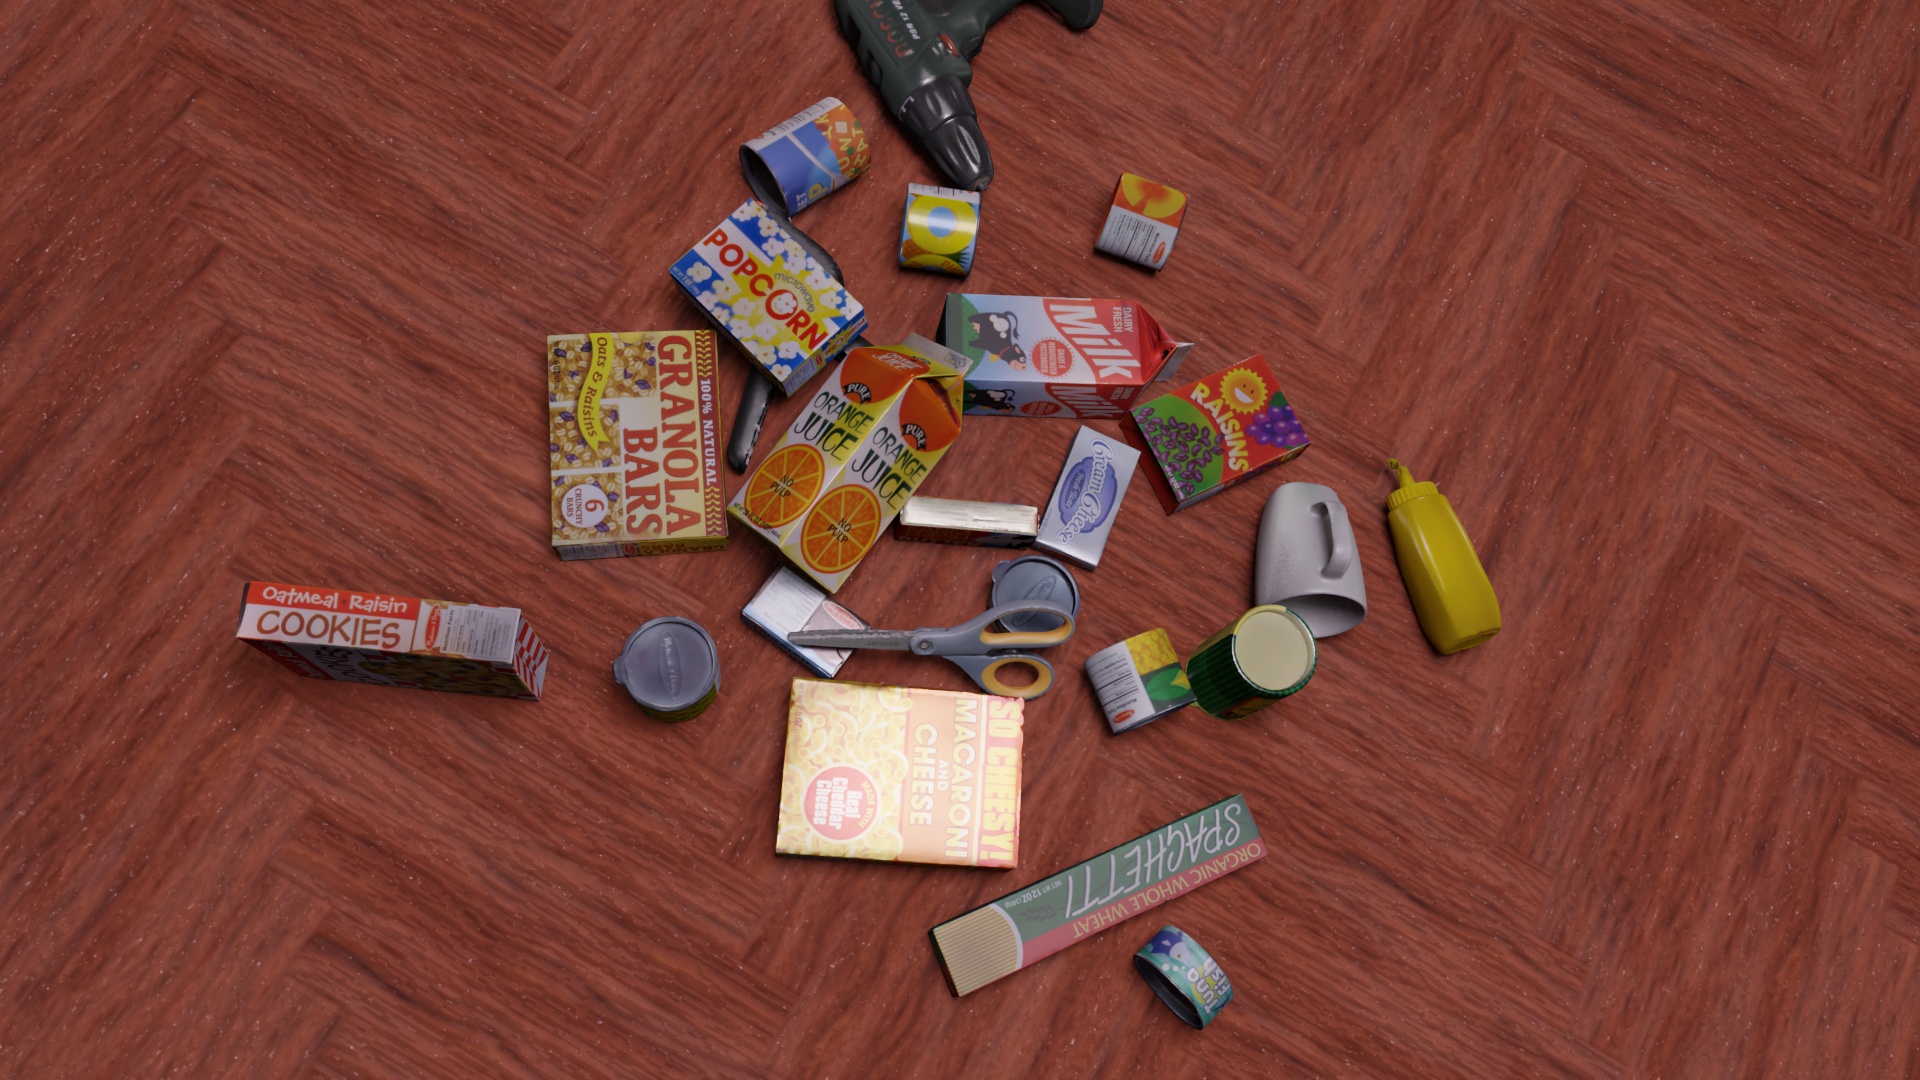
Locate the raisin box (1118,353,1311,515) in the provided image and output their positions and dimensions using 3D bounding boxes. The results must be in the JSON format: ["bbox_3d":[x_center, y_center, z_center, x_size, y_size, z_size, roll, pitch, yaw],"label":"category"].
[{"bbox_3d":[0.201,-0.084,1.095,0.124,0.040,0.086,-24,77,-13],"label":"raisin box"}]

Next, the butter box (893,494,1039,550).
[{"bbox_3d":[0.004,-0.013,1.037,0.103,0.053,0.024,5,76,-6],"label":"butter box"}]

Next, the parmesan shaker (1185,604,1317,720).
[{"bbox_3d":[0.208,0.092,1.008,0.071,0.102,0.071,2,74,-8],"label":"parmesan shaker"}]

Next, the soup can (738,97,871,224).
[{"bbox_3d":[-0.121,-0.300,1.101,0.084,0.071,0.071,-35,81,-17],"label":"soup can"}]

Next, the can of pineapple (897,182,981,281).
[{"bbox_3d":[-0.017,-0.244,1.098,0.058,0.070,0.071,7,73,-6],"label":"can of pineapple"}]

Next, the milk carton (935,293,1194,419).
[{"bbox_3d":[0.079,-0.141,1.077,0.191,0.072,0.073,1,73,-8],"label":"milk carton"}]

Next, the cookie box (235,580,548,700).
[{"bbox_3d":[-0.370,0.068,0.920,0.167,0.122,0.040,7,72,-6],"label":"cookie box"}]

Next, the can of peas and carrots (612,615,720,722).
[{"bbox_3d":[-0.204,0.092,0.971,0.071,0.058,0.071,2,73,-7],"label":"can of peas and carrots"}]

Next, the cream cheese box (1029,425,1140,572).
[{"bbox_3d":[0.097,-0.032,1.072,0.053,0.024,0.104,23,72,-2],"label":"cream cheese box"}]

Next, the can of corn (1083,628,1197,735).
[{"bbox_3d":[0.132,0.103,1.015,0.071,0.071,0.058,-20,77,-13],"label":"can of corn"}]

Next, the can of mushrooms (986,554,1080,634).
[{"bbox_3d":[0.052,0.044,1.037,0.071,0.033,0.071,2,74,-7],"label":"can of mushrooms"}]

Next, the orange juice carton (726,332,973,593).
[{"bbox_3d":[-0.071,-0.066,1.000,0.072,0.073,0.193,32,81,42],"label":"orange juice carton"}]

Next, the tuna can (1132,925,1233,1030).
[{"bbox_3d":[0.154,0.300,0.954,0.033,0.071,0.071,-39,82,-18],"label":"tuna can"}]

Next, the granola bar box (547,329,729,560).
[{"bbox_3d":[-0.238,-0.073,1.027,0.124,0.039,0.166,-4,74,-10],"label":"granola bar box"}]

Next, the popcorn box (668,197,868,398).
[{"bbox_3d":[-0.143,-0.181,1.034,0.085,0.038,0.127,-43,81,-10],"label":"popcorn box"}]

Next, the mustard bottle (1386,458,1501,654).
[{"bbox_3d":[0.368,0.006,1.080,0.049,0.065,0.160,-13,72,-7],"label":"mustard bottle"}]

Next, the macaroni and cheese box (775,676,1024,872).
[{"bbox_3d":[-0.042,0.166,0.982,0.167,0.040,0.124,6,72,-6],"label":"macaroni and cheese box"}]

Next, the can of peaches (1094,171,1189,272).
[{"bbox_3d":[0.147,-0.260,1.128,0.058,0.071,0.071,19,72,-2],"label":"can of peaches"}]

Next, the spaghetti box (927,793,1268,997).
[{"bbox_3d":[0.100,0.248,0.984,0.251,0.028,0.050,-21,78,-14],"label":"spaghetti box"}]

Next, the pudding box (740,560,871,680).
[{"bbox_3d":[-0.113,0.060,1.009,0.084,0.030,0.050,35,71,3],"label":"pudding box"}]
